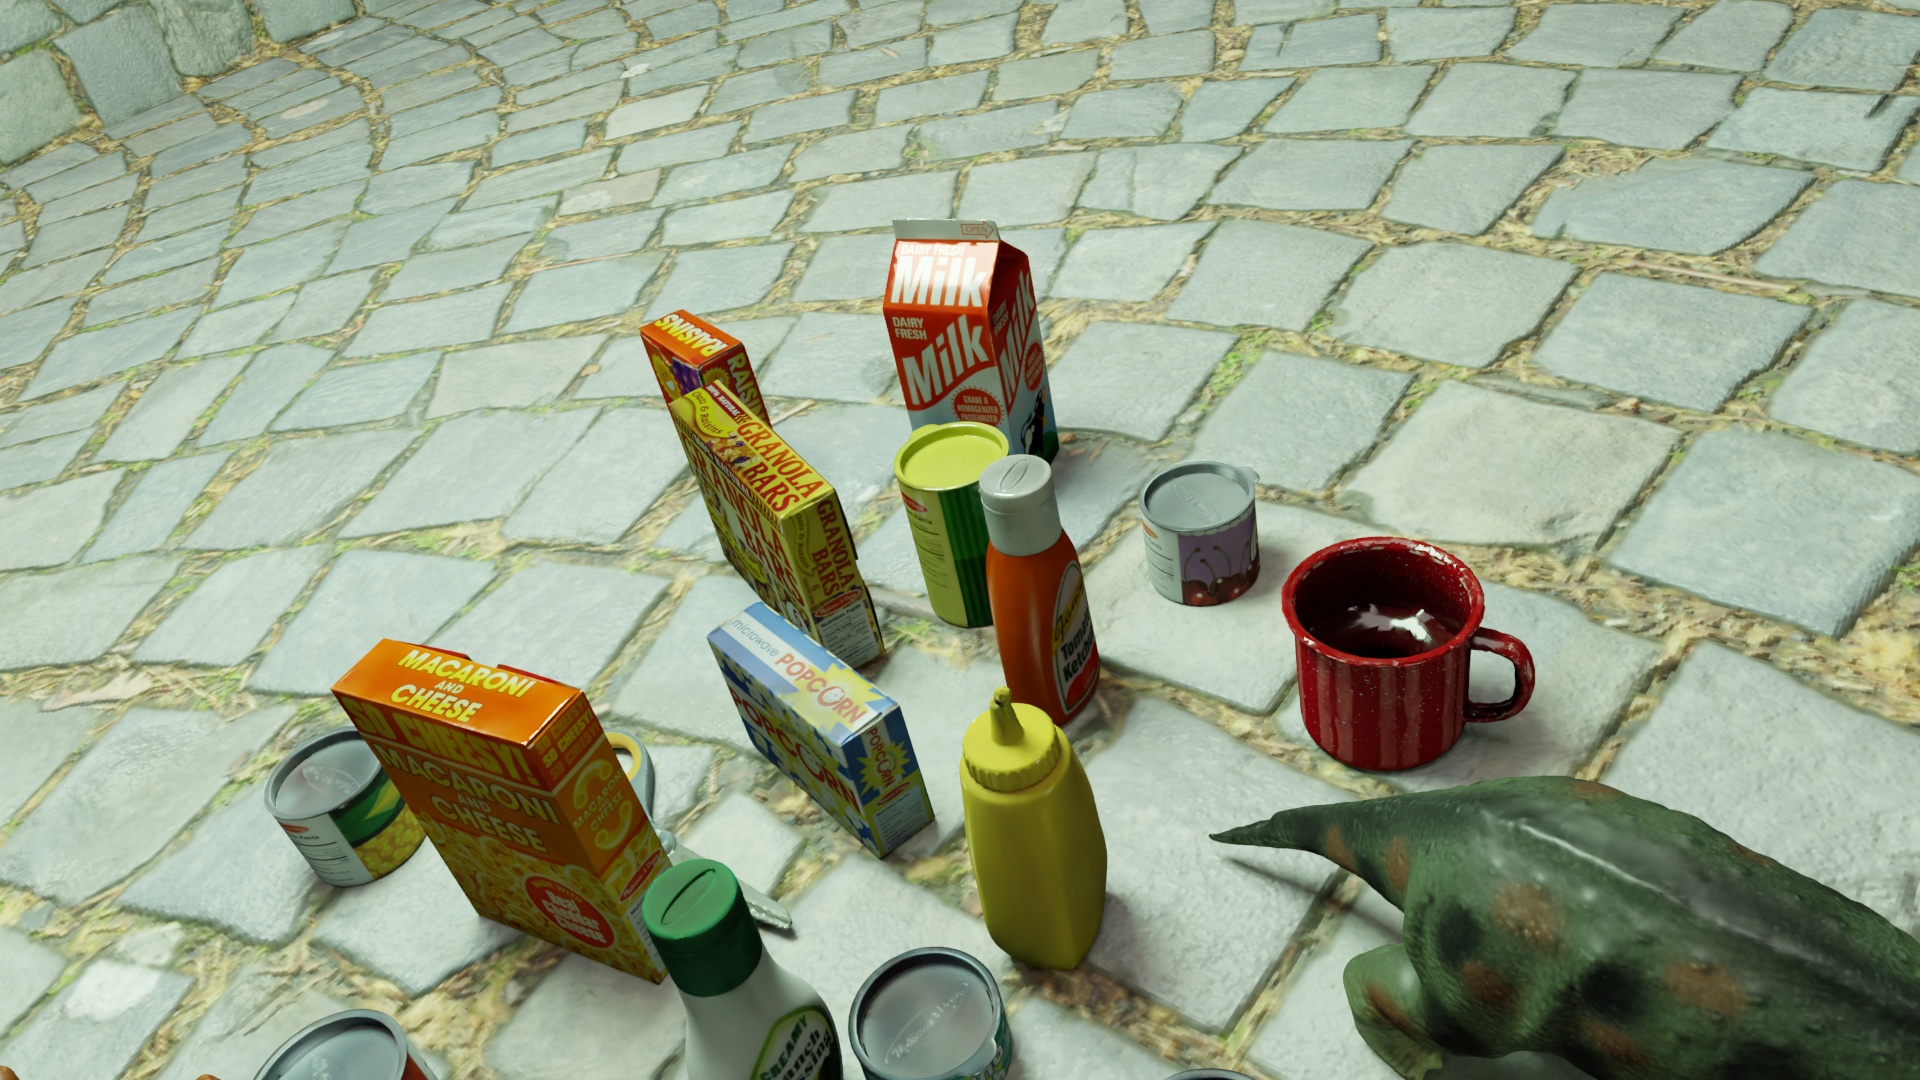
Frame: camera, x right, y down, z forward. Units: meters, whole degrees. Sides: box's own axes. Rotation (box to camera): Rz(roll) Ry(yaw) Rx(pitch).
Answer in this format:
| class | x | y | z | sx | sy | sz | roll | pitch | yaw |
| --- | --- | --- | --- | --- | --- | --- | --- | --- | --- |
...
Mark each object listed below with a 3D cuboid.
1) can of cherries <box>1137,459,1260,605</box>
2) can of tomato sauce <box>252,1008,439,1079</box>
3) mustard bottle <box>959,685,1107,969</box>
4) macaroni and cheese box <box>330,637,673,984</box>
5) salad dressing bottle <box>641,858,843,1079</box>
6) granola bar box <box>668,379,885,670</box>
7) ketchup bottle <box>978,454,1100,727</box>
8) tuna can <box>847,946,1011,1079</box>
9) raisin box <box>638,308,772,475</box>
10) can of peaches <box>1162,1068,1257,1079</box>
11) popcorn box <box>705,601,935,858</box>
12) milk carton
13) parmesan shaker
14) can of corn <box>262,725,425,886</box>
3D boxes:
| class | x | y | z | sx | sy | sz | roll | pitch | yaw |
| --- | --- | --- | --- | --- | --- | --- | --- | --- | --- |
| can of cherries | 0.141 | -0.005 | 0.802 | 0.071 | 0.058 | 0.072 | -9 | 37 | 7 |
| can of tomato sauce | -0.246 | 0.248 | 0.573 | 0.071 | 0.082 | 0.071 | -9 | 37 | 7 |
| mustard bottle | 0.029 | 0.116 | 0.595 | 0.049 | 0.159 | 0.066 | 5 | 40 | 23 |
| macaroni and cheese box | -0.203 | 0.126 | 0.649 | 0.124 | 0.165 | 0.040 | 9 | 43 | 28 |
| salad dressing bottle | -0.086 | 0.187 | 0.550 | 0.044 | 0.147 | 0.064 | 16 | 46 | 33 |
| granola bar box | -0.111 | -0.009 | 0.830 | 0.039 | 0.123 | 0.166 | -28 | 39 | -18 |
| ketchup bottle | 0.039 | 0.025 | 0.719 | 0.043 | 0.148 | 0.065 | 9 | 42 | 27 |
| tuna can | -0.010 | 0.211 | 0.590 | 0.071 | 0.032 | 0.071 | -8 | 37 | 7 |
| raisin box | -0.168 | -0.088 | 0.951 | 0.040 | 0.122 | 0.086 | -33 | 41 | -23 |
| can of peaches | 0.091 | 0.236 | 0.505 | 0.071 | 0.057 | 0.071 | -9 | 37 | 7 |
| popcorn box | -0.073 | 0.095 | 0.716 | 0.038 | 0.084 | 0.127 | -34 | 41 | -25 |
| milk carton | 0.007 | -0.117 | 0.879 | 0.072 | 0.189 | 0.074 | 6 | 41 | 24 |
| parmesan shaker | 0.003 | -0.010 | 0.814 | 0.071 | 0.102 | 0.072 | -9 | 37 | 7 |
| can of corn | -0.331 | 0.143 | 0.756 | 0.071 | 0.058 | 0.071 | -9 | 37 | 7 |
